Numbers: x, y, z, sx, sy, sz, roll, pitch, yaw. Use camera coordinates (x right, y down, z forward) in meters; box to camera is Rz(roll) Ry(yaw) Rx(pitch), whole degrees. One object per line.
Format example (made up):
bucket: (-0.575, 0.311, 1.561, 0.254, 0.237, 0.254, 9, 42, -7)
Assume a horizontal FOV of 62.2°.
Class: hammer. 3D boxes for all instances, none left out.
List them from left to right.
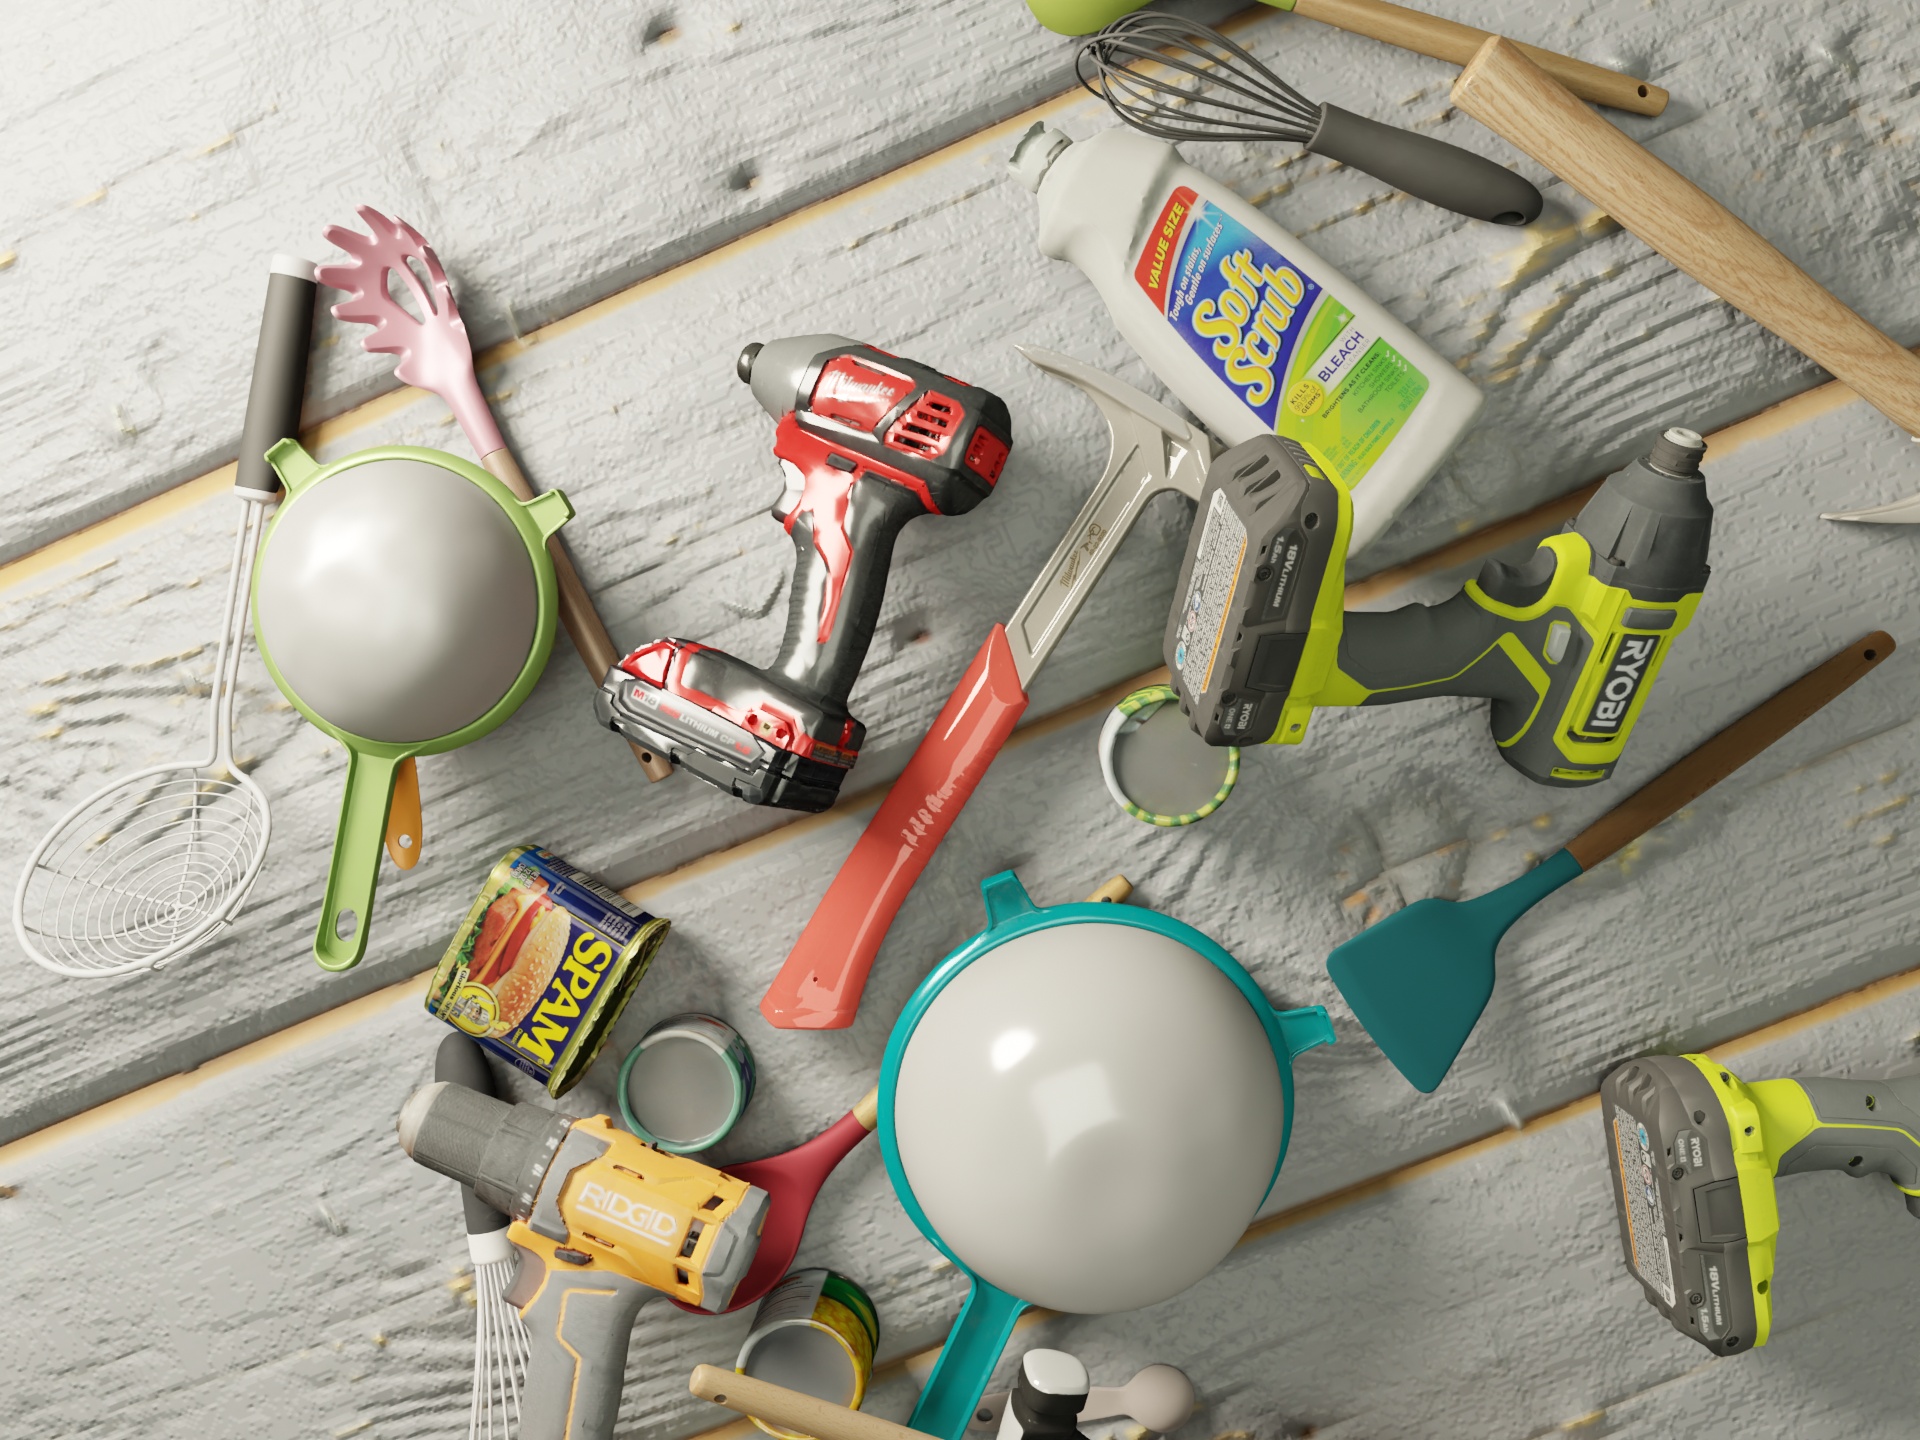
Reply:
hammer: (-0.001, -0.003, 0.786, 0.149, 0.036, 0.359, 35, 98, 16)
hammer: (0.176, 0.385, 0.773, 0.336, 0.034, 0.127, 11, 104, -10)
hammer: (0.370, -0.208, 0.749, 0.331, 0.031, 0.130, 34, 96, -4)

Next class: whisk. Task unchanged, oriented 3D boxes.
whisk: (-0.235, 0.301, 0.821, 0.070, 0.070, 0.284, -10, 88, 4)
whisk: (0.167, -0.278, 0.751, 0.239, 0.055, 0.055, 16, 94, -10)

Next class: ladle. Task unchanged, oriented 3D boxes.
ladle: (-0.032, 0.186, 0.813, 0.315, 0.031, 0.069, -42, 93, 3)
ladle: (0.183, -0.336, 0.766, 0.320, 0.062, 0.078, 14, 88, -4)

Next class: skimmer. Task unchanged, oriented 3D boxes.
skimmer: (-0.380, -0.056, 0.786, 0.127, 0.090, 0.363, 12, 93, 19)

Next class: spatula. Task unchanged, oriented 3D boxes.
spatula: (0.324, 0.055, 0.774, 0.317, 0.044, 0.082, -37, 87, 4)

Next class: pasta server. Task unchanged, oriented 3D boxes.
pasta server: (-0.226, -0.109, 0.801, 0.060, 0.040, 0.316, -26, 93, 17)

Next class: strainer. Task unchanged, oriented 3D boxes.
strainer: (-0.280, -0.004, 0.741, 0.151, 0.069, 0.256, 11, 92, 3)
strainer: (0.039, 0.257, 0.765, 0.211, 0.095, 0.340, 24, 95, -6)

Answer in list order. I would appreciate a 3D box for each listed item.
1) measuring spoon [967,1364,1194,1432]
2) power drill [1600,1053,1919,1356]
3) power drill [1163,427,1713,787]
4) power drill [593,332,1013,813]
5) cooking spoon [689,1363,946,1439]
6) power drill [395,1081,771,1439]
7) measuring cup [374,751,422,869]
measuring spoon: (0.059, 0.357, 0.821, 0.124, 0.018, 0.034, -7, 93, 5)
power drill: (0.443, 0.229, 0.762, 0.228, 0.080, 0.190, -9, 93, 1)
power drill: (0.217, -0.056, 0.709, 0.223, 0.080, 0.171, 2, 123, -13)
power drill: (-0.080, -0.077, 0.765, 0.143, 0.078, 0.219, 26, 92, 20)
cooking spoon: (0.014, 0.368, 0.775, 0.318, 0.017, 0.068, 26, 111, -17)
power drill: (-0.216, 0.297, 0.758, 0.185, 0.084, 0.226, 22, 78, 2)
measuring cup: (-0.278, -0.014, 0.803, 0.095, 0.052, 0.173, -3, 95, 4)
